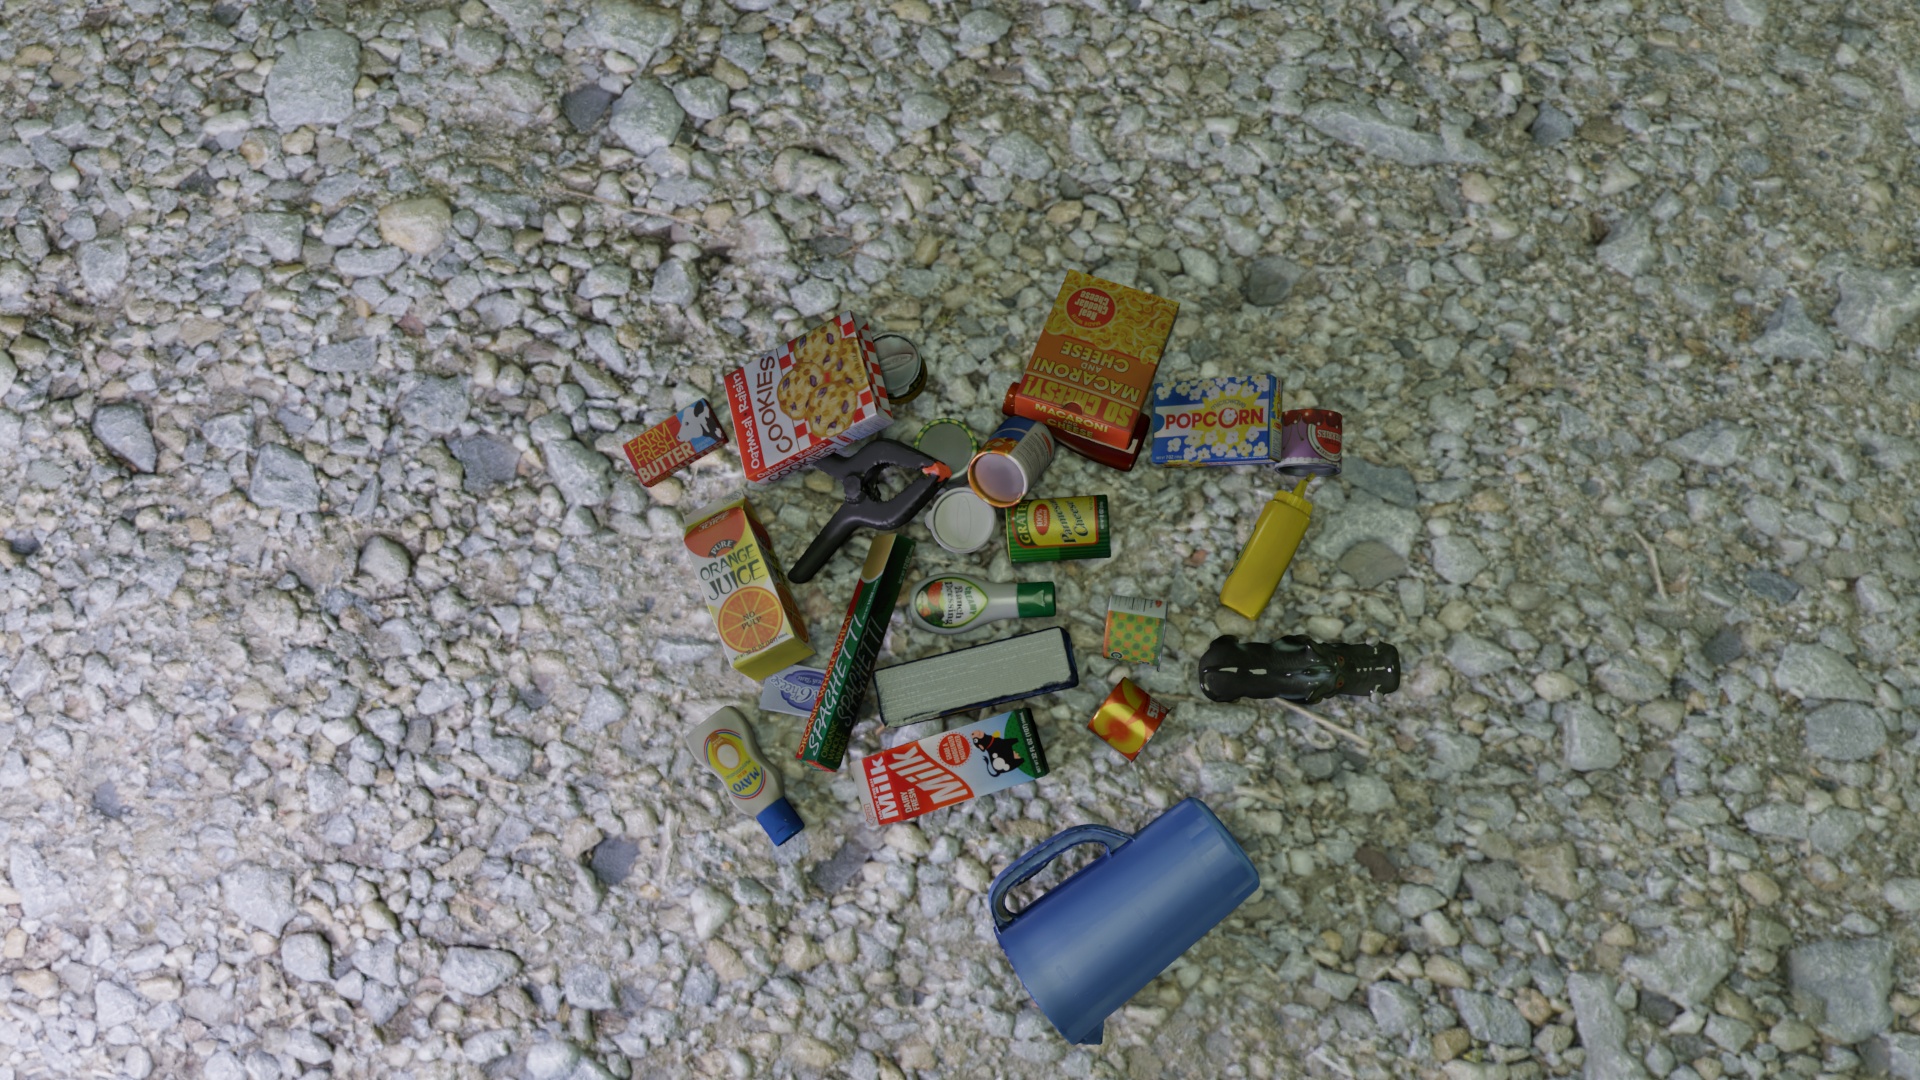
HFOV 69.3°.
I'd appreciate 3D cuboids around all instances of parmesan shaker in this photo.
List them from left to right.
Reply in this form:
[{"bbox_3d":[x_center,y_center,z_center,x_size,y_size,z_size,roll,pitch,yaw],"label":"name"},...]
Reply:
[{"bbox_3d":[0.100,-0.015,1.417,0.103,0.071,0.071,-4,82,6],"label":"parmesan shaker"}]

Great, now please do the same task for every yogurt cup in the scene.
[{"bbox_3d":[0.005,-0.018,1.433,0.072,0.054,0.072,-1,82,6],"label":"yogurt cup"}]

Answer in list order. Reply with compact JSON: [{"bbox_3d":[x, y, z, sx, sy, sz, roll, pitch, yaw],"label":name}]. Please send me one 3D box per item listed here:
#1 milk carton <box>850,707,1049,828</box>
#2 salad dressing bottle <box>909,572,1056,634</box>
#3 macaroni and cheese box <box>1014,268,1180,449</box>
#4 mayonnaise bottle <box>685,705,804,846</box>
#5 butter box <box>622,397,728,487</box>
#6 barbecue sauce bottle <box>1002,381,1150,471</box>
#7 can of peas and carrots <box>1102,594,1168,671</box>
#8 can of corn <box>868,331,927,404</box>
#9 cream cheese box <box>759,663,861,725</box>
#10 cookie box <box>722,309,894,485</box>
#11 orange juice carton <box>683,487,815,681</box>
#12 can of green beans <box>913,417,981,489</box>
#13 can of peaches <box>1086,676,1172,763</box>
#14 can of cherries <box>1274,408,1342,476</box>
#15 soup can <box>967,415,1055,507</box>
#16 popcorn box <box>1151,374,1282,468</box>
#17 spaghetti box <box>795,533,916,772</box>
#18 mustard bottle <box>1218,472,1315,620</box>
[{"bbox_3d":[-0.012,0.228,1.392,0.190,0.073,0.072,-17,81,4],"label":"milk carton"},{"bbox_3d":[0.023,0.063,1.425,0.148,0.044,0.064,-3,82,6],"label":"salad dressing bottle"},{"bbox_3d":[0.140,-0.188,1.424,0.124,0.040,0.167,19,66,9],"label":"macaroni and cheese box"},{"bbox_3d":[-0.217,0.244,1.428,0.065,0.041,0.148,-38,79,-1],"label":"mayonnaise bottle"},{"bbox_3d":[-0.307,-0.105,1.495,0.103,0.024,0.053,-30,80,1],"label":"butter box"},{"bbox_3d":[0.118,-0.124,1.441,0.148,0.043,0.065,21,79,9],"label":"barbecue sauce bottle"},{"bbox_3d":[0.175,0.092,1.394,0.059,0.071,0.071,8,84,8],"label":"can of peas and carrots"},{"bbox_3d":[-0.069,-0.178,1.462,0.071,0.058,0.071,-1,82,6],"label":"can of corn"},{"bbox_3d":[-0.153,0.157,1.442,0.104,0.024,0.053,9,84,8],"label":"cream cheese box"},{"bbox_3d":[-0.159,-0.145,1.434,0.167,0.040,0.123,-24,68,22],"label":"cookie box"},{"bbox_3d":[-0.225,0.041,1.433,0.072,0.073,0.193,-26,69,3],"label":"orange juice carton"},{"bbox_3d":[-0.013,-0.090,1.443,0.071,0.058,0.071,-1,82,6],"label":"can of green beans"},{"bbox_3d":[0.168,0.176,1.382,0.058,0.071,0.071,36,88,10],"label":"can of peaches"},{"bbox_3d":[0.353,-0.098,1.397,0.071,0.071,0.058,3,82,7],"label":"can of cherries"},{"bbox_3d":[0.050,-0.080,1.412,0.071,0.084,0.071,12,123,19],"label":"soup can"},{"bbox_3d":[0.260,-0.119,1.403,0.126,0.038,0.085,-1,82,31],"label":"popcorn box"},{"bbox_3d":[-0.105,0.111,1.406,0.028,0.050,0.251,27,72,-28],"label":"spaghetti box"},{"bbox_3d":[0.313,0.001,1.390,0.049,0.065,0.160,27,86,11],"label":"mustard bottle"}]
